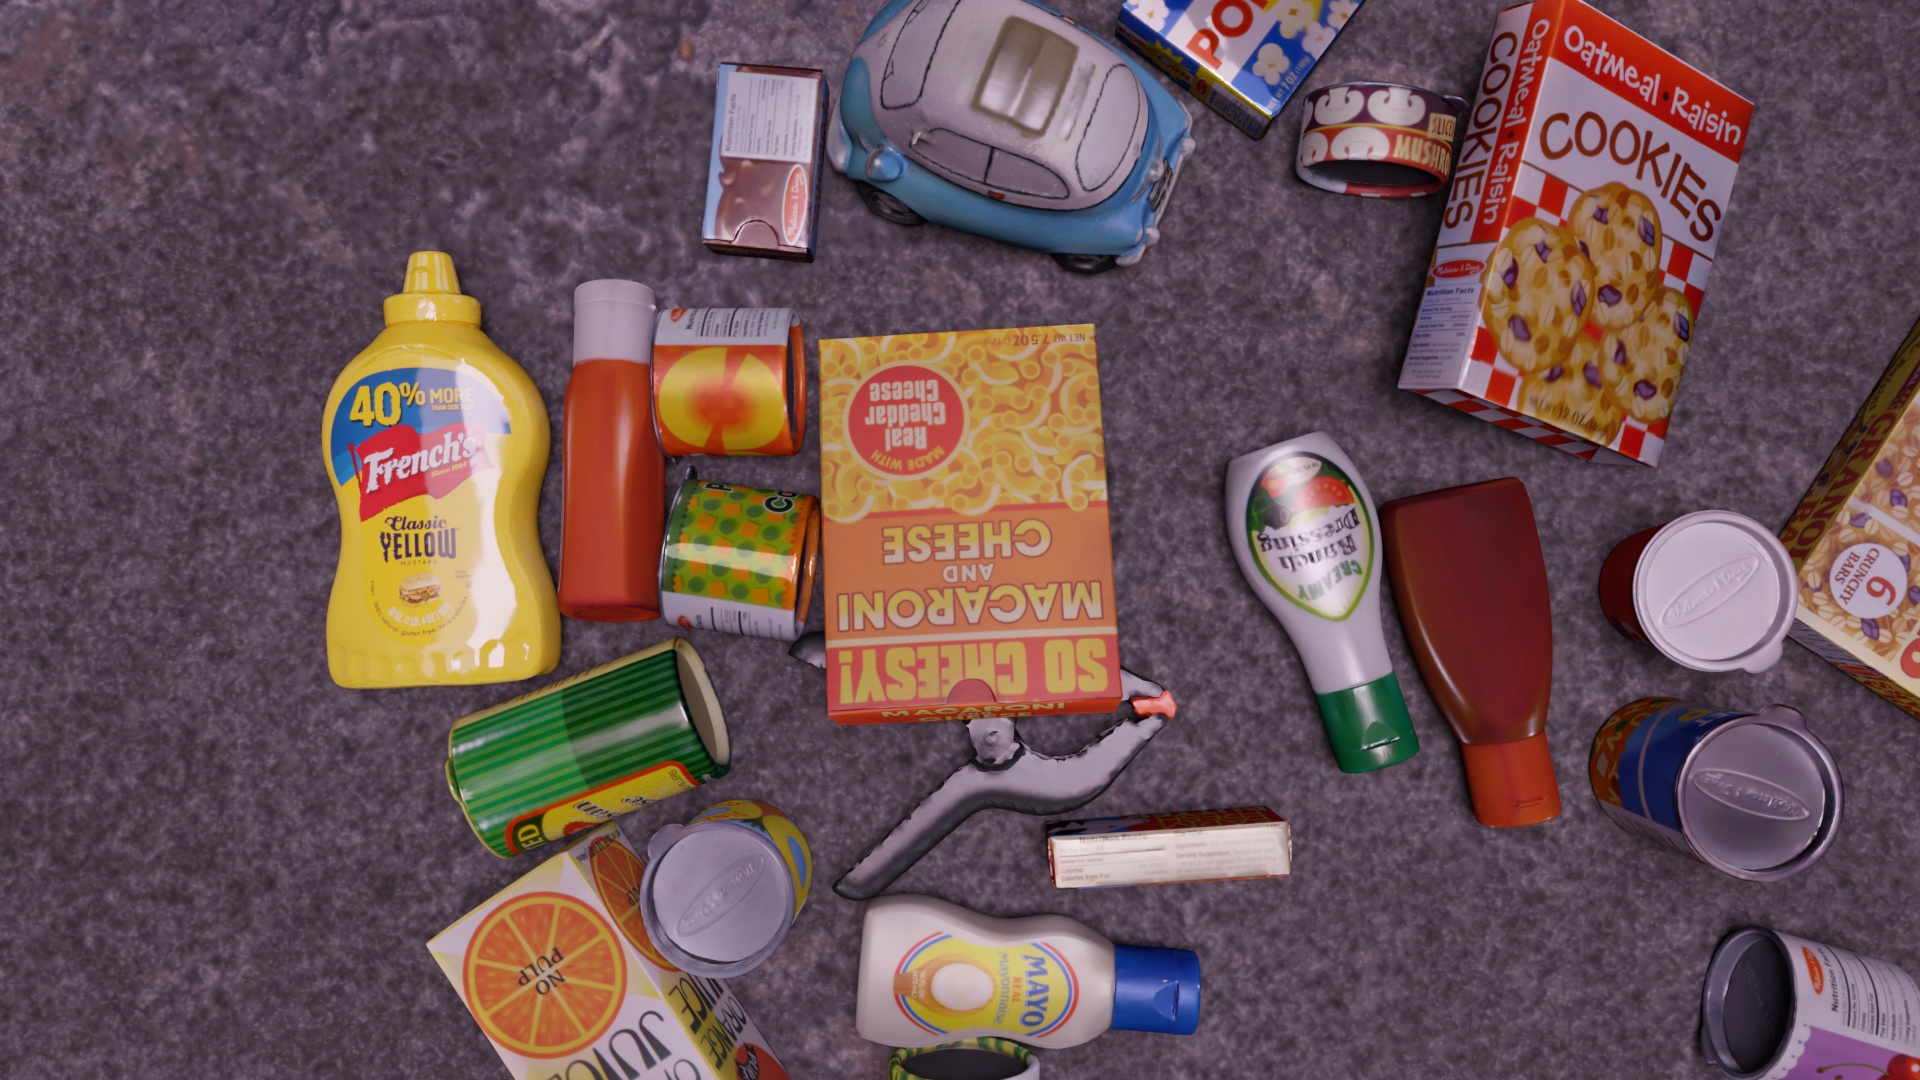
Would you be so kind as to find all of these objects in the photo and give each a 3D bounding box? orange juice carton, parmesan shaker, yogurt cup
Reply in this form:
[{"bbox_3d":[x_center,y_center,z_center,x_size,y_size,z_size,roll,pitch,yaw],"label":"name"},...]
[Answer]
[{"bbox_3d":[-0.137,0.225,0.603,0.073,0.072,0.192,-35,88,1],"label":"orange juice carton"},{"bbox_3d":[-0.160,0.090,0.606,0.103,0.071,0.071,-21,89,1],"label":"parmesan shaker"},{"bbox_3d":[0.317,0.021,0.605,0.072,0.054,0.072,0,89,1],"label":"yogurt cup"}]

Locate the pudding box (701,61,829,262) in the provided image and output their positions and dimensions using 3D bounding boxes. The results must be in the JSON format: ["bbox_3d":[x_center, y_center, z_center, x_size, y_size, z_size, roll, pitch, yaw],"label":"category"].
[{"bbox_3d":[-0.088,-0.171,0.631,0.050,0.030,0.083,5,89,0],"label":"pudding box"}]

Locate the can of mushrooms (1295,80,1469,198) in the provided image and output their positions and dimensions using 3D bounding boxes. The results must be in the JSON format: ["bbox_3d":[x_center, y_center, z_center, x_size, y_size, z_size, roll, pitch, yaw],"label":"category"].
[{"bbox_3d":[0.183,-0.174,0.605,0.071,0.071,0.033,9,91,2],"label":"can of mushrooms"}]

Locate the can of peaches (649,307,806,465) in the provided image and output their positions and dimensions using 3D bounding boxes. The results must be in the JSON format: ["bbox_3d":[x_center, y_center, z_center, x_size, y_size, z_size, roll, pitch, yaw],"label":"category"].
[{"bbox_3d":[-0.100,-0.068,0.613,0.058,0.071,0.071,-1,89,1],"label":"can of peaches"}]

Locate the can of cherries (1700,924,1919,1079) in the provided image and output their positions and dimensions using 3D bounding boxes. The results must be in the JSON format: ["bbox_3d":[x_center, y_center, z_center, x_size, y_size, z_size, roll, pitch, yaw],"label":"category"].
[{"bbox_3d":[0.363,0.206,0.596,0.058,0.071,0.071,15,89,1],"label":"can of cherries"}]

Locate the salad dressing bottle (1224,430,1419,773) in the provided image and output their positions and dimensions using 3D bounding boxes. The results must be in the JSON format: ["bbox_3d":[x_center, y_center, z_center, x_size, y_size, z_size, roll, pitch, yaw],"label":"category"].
[{"bbox_3d":[0.162,0.027,0.614,0.064,0.044,0.147,-19,89,4],"label":"salad dressing bottle"}]

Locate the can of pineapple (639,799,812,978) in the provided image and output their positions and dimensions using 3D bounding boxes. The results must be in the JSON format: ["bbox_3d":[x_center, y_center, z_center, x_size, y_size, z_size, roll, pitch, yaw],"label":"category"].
[{"bbox_3d":[-0.102,0.149,0.610,0.071,0.058,0.071,0,89,1],"label":"can of pineapple"}]

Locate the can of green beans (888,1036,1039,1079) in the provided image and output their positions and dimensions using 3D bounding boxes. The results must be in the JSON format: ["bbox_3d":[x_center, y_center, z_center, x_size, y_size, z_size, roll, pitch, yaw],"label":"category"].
[{"bbox_3d":[0.001,0.253,0.602,0.071,0.071,0.058,1,89,2],"label":"can of green beans"}]

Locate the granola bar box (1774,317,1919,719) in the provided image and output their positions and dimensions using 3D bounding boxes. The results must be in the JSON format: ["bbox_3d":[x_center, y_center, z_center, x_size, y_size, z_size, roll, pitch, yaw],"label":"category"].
[{"bbox_3d":[0.446,-0.007,0.610,0.124,0.039,0.165,33,89,2],"label":"granola bar box"}]

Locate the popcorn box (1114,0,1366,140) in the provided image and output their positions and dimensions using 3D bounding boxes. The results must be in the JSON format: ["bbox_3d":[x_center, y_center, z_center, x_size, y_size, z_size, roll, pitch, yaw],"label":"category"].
[{"bbox_3d":[0.140,-0.257,0.623,0.085,0.038,0.126,37,90,2],"label":"popcorn box"}]

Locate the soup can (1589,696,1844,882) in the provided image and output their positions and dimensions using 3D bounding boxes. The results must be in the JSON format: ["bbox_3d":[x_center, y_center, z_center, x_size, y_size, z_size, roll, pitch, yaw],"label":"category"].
[{"bbox_3d":[0.317,0.100,0.588,0.071,0.084,0.071,0,89,1],"label":"soup can"}]

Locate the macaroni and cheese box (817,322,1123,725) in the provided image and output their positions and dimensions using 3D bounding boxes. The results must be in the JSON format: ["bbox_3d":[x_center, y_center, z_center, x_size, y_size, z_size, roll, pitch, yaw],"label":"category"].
[{"bbox_3d":[0.002,-0.008,0.603,0.124,0.040,0.167,-3,75,2],"label":"macaroni and cheese box"}]

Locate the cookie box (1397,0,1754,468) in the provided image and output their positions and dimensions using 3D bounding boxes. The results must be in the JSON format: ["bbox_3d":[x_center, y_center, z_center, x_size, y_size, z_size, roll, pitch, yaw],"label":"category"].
[{"bbox_3d":[0.263,-0.128,0.593,0.123,0.040,0.167,16,89,-26],"label":"cookie box"}]

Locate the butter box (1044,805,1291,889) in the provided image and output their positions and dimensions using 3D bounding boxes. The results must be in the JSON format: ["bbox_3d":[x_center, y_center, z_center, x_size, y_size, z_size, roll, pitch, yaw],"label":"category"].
[{"bbox_3d":[0.089,0.134,0.609,0.103,0.053,0.024,-4,86,1],"label":"butter box"}]

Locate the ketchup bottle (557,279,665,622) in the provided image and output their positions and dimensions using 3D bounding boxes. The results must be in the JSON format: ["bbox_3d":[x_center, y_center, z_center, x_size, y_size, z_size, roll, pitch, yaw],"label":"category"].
[{"bbox_3d":[-0.153,-0.040,0.616,0.043,0.064,0.149,-2,80,0],"label":"ketchup bottle"}]

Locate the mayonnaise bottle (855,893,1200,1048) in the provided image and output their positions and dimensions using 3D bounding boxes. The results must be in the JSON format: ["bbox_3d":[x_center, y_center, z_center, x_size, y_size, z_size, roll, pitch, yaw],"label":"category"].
[{"bbox_3d":[0.030,0.194,0.614,0.148,0.041,0.065,4,87,2],"label":"mayonnaise bottle"}]

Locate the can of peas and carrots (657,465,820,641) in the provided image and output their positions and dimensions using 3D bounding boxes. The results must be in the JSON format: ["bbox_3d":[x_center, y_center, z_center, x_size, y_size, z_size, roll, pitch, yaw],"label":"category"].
[{"bbox_3d":[-0.095,0.006,0.610,0.059,0.071,0.071,8,89,1],"label":"can of peas and carrots"}]

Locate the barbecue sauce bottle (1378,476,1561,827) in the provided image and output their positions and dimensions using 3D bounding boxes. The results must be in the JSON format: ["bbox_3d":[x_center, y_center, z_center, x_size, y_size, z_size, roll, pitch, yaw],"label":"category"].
[{"bbox_3d":[0.231,0.049,0.612,0.065,0.043,0.148,-12,89,1],"label":"barbecue sauce bottle"}]
